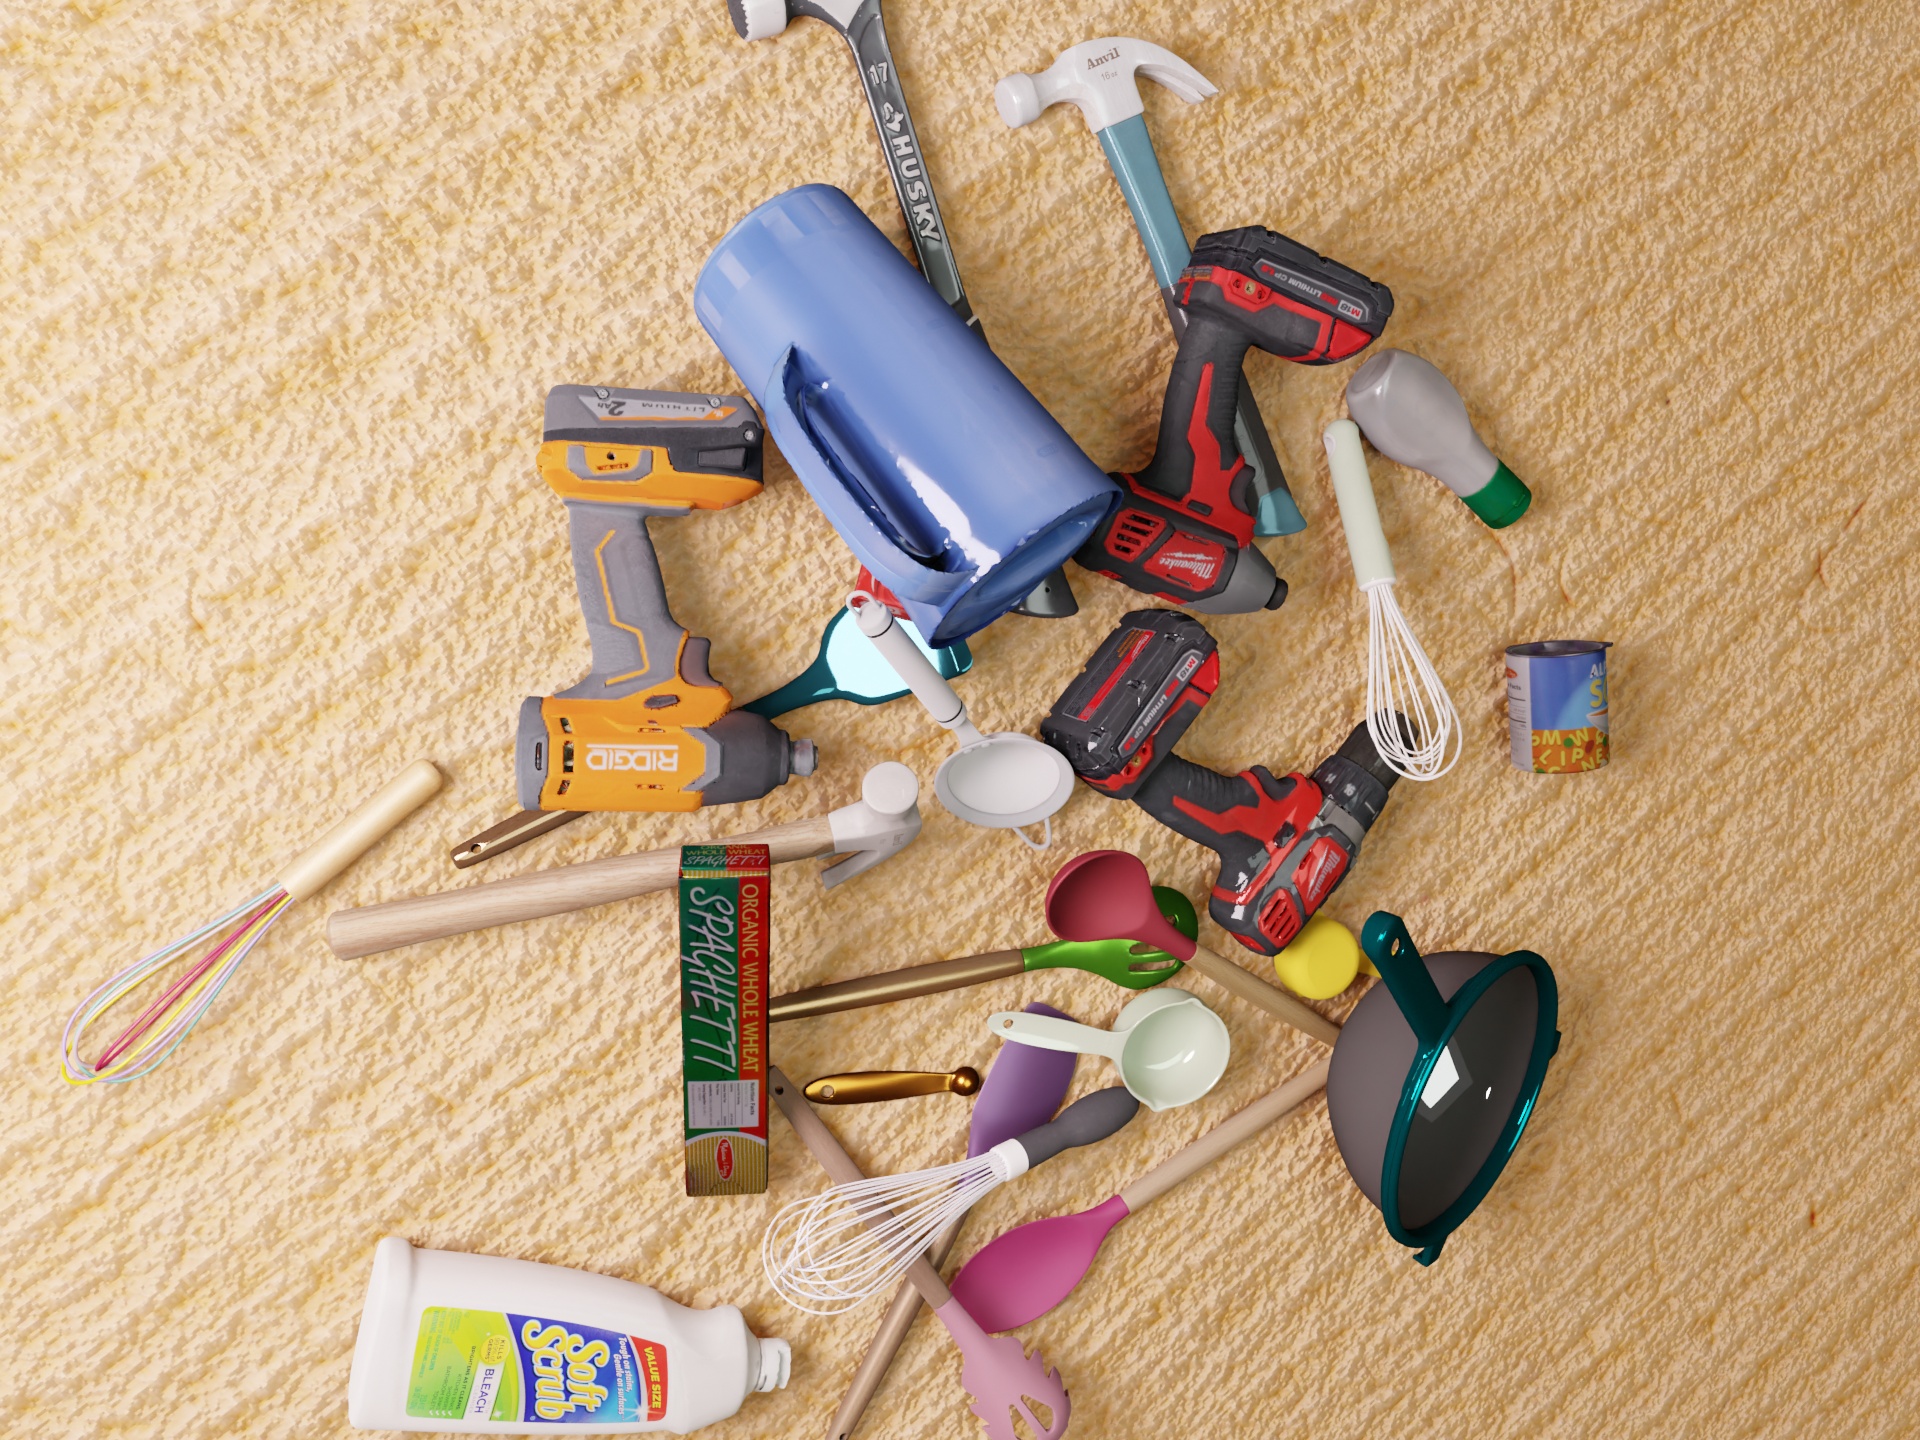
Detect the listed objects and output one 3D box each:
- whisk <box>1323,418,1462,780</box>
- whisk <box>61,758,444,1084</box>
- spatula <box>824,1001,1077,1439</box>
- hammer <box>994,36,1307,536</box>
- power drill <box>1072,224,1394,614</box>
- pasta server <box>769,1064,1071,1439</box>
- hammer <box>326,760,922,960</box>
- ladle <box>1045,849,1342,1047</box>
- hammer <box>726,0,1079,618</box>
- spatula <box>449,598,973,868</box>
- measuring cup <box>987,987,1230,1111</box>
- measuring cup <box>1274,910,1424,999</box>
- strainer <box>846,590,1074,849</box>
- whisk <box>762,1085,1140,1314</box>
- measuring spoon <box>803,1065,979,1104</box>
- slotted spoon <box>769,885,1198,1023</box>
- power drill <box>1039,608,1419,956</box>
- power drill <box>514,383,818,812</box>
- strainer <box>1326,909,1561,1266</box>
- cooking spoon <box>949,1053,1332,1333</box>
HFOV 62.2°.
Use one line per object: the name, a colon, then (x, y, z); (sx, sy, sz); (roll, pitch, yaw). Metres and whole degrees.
whisk: (0.273, -0.081, 1.029); (0.059, 0.057, 0.246); (-9, 78, -8)
whisk: (-0.380, 0.109, 0.862); (0.245, 0.047, 0.051); (-42, 107, -13)
spatula: (-0.007, 0.330, 1.030); (0.059, 0.018, 0.316); (31, 85, -24)
hammer: (0.142, -0.264, 1.001); (0.128, 0.033, 0.331); (-28, 105, -13)
power drill: (0.167, -0.174, 0.967); (0.143, 0.079, 0.219); (20, 97, -17)
pasta server: (-0.029, 0.343, 1.003); (0.060, 0.040, 0.316); (-37, 96, -10)
hammer: (-0.185, 0.088, 0.901); (0.331, 0.130, 0.031); (-12, 71, -7)
ladle: (0.166, 0.160, 1.036); (0.315, 0.031, 0.069); (33, 103, -32)
hammer: (-0.003, -0.252, 0.952); (0.149, 0.036, 0.408); (-23, 104, -16)
spatula: (-0.148, 0.006, 0.925); (0.317, 0.044, 0.082); (-28, 85, -15)
measuring cup: (0.093, 0.203, 1.038); (0.167, 0.038, 0.083); (13, 103, -14)
measuring cup: (0.293, 0.172, 1.107); (0.156, 0.029, 0.062); (10, 93, -19)
strainer: (-0.001, -0.003, 0.935); (0.087, 0.050, 0.258); (-18, 142, 17)
whisk: (0.004, 0.284, 0.985); (0.284, 0.070, 0.070); (-17, 103, -34)
measuring spoon: (-0.042, 0.233, 1.009); (0.117, 0.011, 0.021); (1, 96, -19)
slotted spoon: (0.014, 0.160, 1.013); (0.313, 0.031, 0.070); (-8, 104, -17)
power drill: (0.184, 0.022, 1.030); (0.226, 0.080, 0.188); (41, 83, -22)
power drill: (-0.158, -0.062, 0.877); (0.164, 0.084, 0.226); (2, 90, -12)
strainer: (0.283, 0.202, 1.031); (0.211, 0.095, 0.340); (-53, 136, -16)
cooking spoon: (0.132, 0.313, 1.076); (0.319, 0.017, 0.068); (-29, 107, -13)
